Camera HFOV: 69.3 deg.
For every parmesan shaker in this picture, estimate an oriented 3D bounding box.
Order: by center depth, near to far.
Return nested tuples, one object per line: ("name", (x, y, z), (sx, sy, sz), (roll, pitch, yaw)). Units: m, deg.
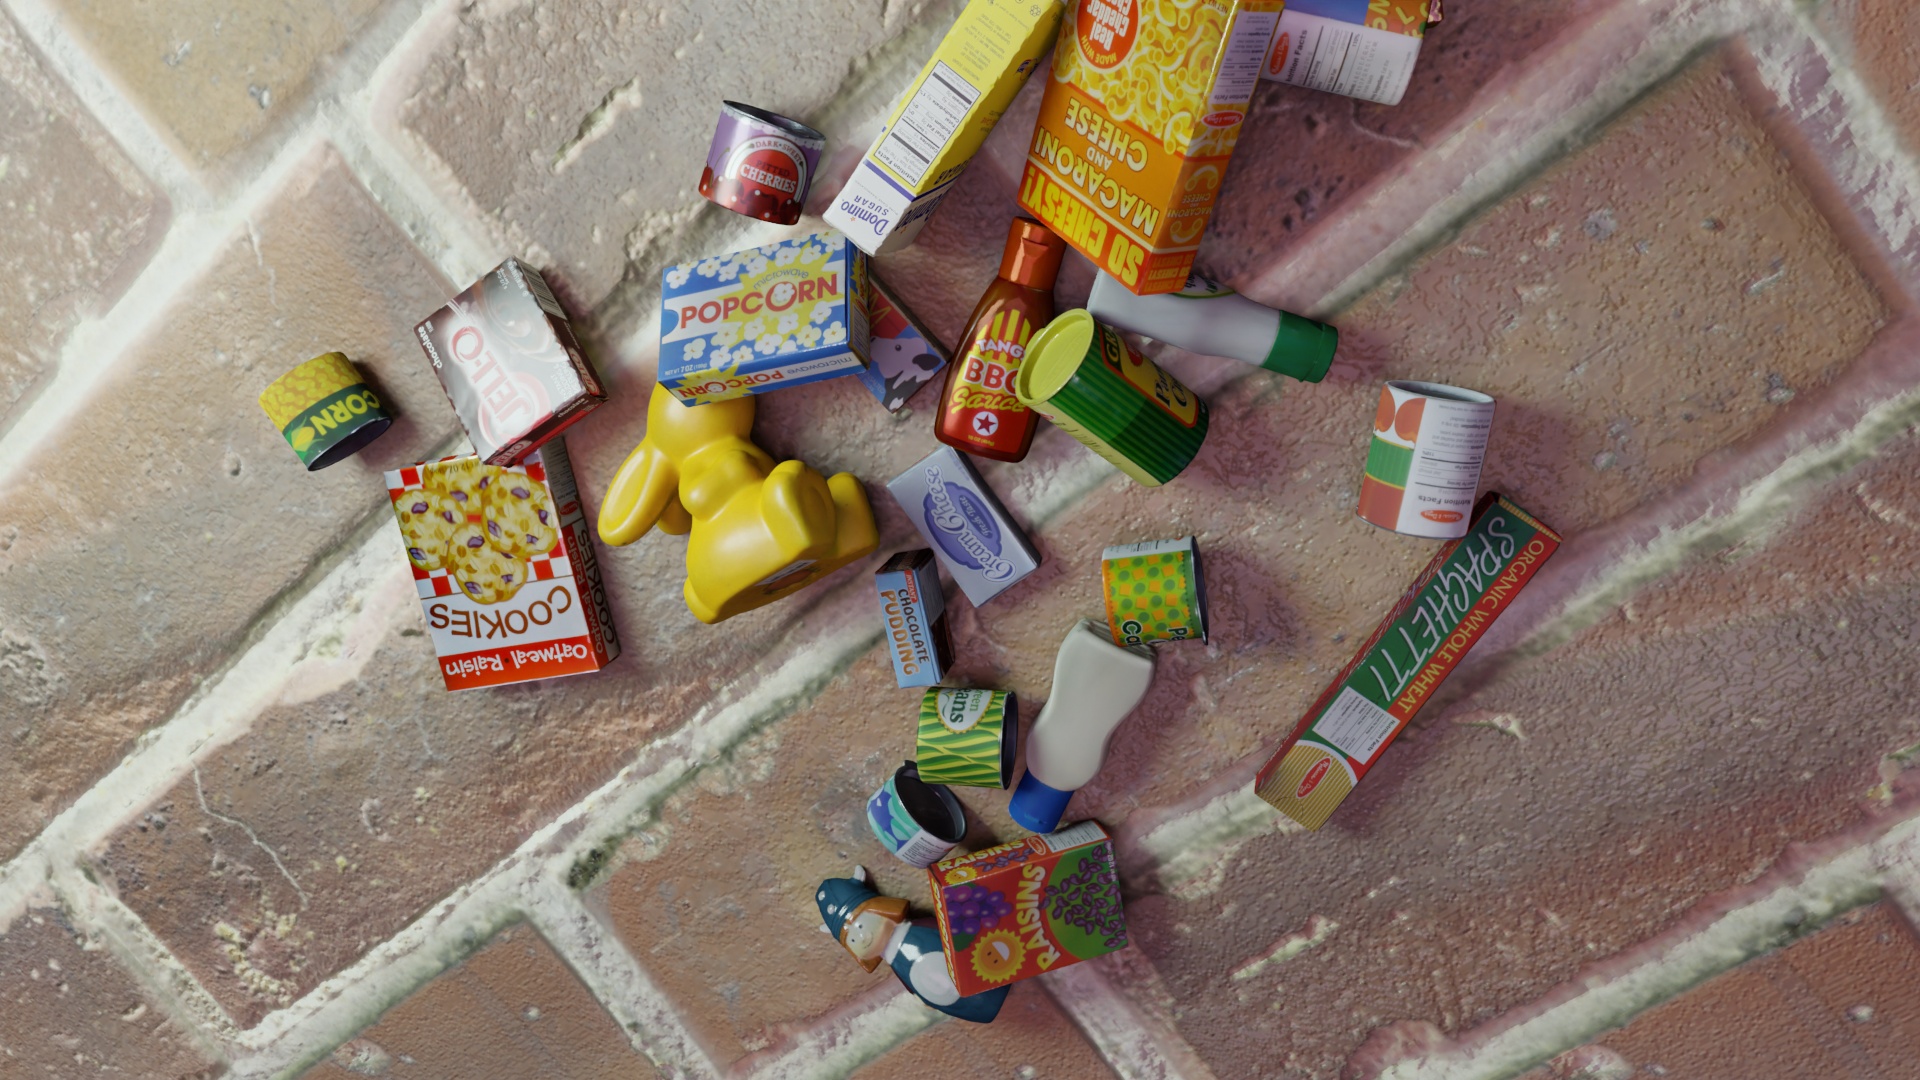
("parmesan shaker", (0.092, -0.086, 0.843), (0.103, 0.071, 0.071), (31, 112, -28))

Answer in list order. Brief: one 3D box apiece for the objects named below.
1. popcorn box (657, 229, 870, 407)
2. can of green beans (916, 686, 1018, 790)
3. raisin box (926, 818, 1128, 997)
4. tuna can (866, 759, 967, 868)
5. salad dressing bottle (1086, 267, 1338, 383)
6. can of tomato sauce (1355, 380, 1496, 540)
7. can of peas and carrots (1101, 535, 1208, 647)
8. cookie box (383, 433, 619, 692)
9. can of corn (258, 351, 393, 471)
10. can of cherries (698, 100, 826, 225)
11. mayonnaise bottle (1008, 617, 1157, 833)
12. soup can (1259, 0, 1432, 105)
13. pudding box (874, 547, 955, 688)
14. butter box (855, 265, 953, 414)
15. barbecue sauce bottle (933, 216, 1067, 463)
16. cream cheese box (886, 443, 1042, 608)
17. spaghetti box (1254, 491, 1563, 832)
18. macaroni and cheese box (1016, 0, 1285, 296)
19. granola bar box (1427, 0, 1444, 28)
("popcorn box", (-0.120, -0.137, 0.855), (0.126, 0.038, 0.085), (-9, 65, 14))
("can of green beans", (0.005, 0.133, 0.937), (0.058, 0.071, 0.071), (3, 106, 11))
("raisin box", (0.046, 0.250, 0.950), (0.123, 0.040, 0.086), (-13, 105, -13))
("tuna can", (-0.031, 0.190, 0.962), (0.071, 0.071, 0.032), (43, 110, -2))
("salad dressing bottle", (0.153, -0.134, 0.840), (0.148, 0.064, 0.043), (18, 117, -2))
("can of tomato sauce", (0.278, -0.050, 0.834), (0.071, 0.071, 0.082), (10, 106, 9))
("can of peas and carrots", (0.125, 0.035, 0.885), (0.059, 0.071, 0.070), (-8, 104, 14))
("cookie box", (-0.324, 0.018, 0.987), (0.123, 0.040, 0.167), (-9, 102, 13))
("can of corn", (-0.440, -0.091, 0.965), (0.071, 0.071, 0.058), (-33, 96, 18))
("can of cherries", (-0.123, -0.233, 0.861), (0.071, 0.072, 0.058), (23, 109, 4))
("mayonnaise bottle", (0.076, 0.128, 0.936), (0.065, 0.041, 0.147), (26, 110, 5))
("soup can", (0.203, -0.277, 0.746), (0.084, 0.071, 0.071), (14, 108, 6))
("pudding box", (-0.030, 0.052, 0.931), (0.030, 0.050, 0.083), (-8, 103, 15))
("butter box", (-0.059, -0.137, 0.899), (0.053, 0.024, 0.103), (-42, 94, 18))
("barbecue sauce bottle", (0.031, -0.127, 0.873), (0.065, 0.044, 0.148), (16, 107, 2))
("cream cheese box", (0.003, -0.012, 0.920), (0.053, 0.024, 0.103), (-34, 96, 18))
("spaghetti box", (0.281, 0.080, 0.886), (0.050, 0.029, 0.249), (34, 109, 1))
("macaroni and cheese box", (0.100, -0.239, 0.774), (0.124, 0.040, 0.165), (47, 136, 37))
("granola bar box", (0.179, -0.336, 0.788), (0.165, 0.039, 0.124), (-9, 104, 14))
